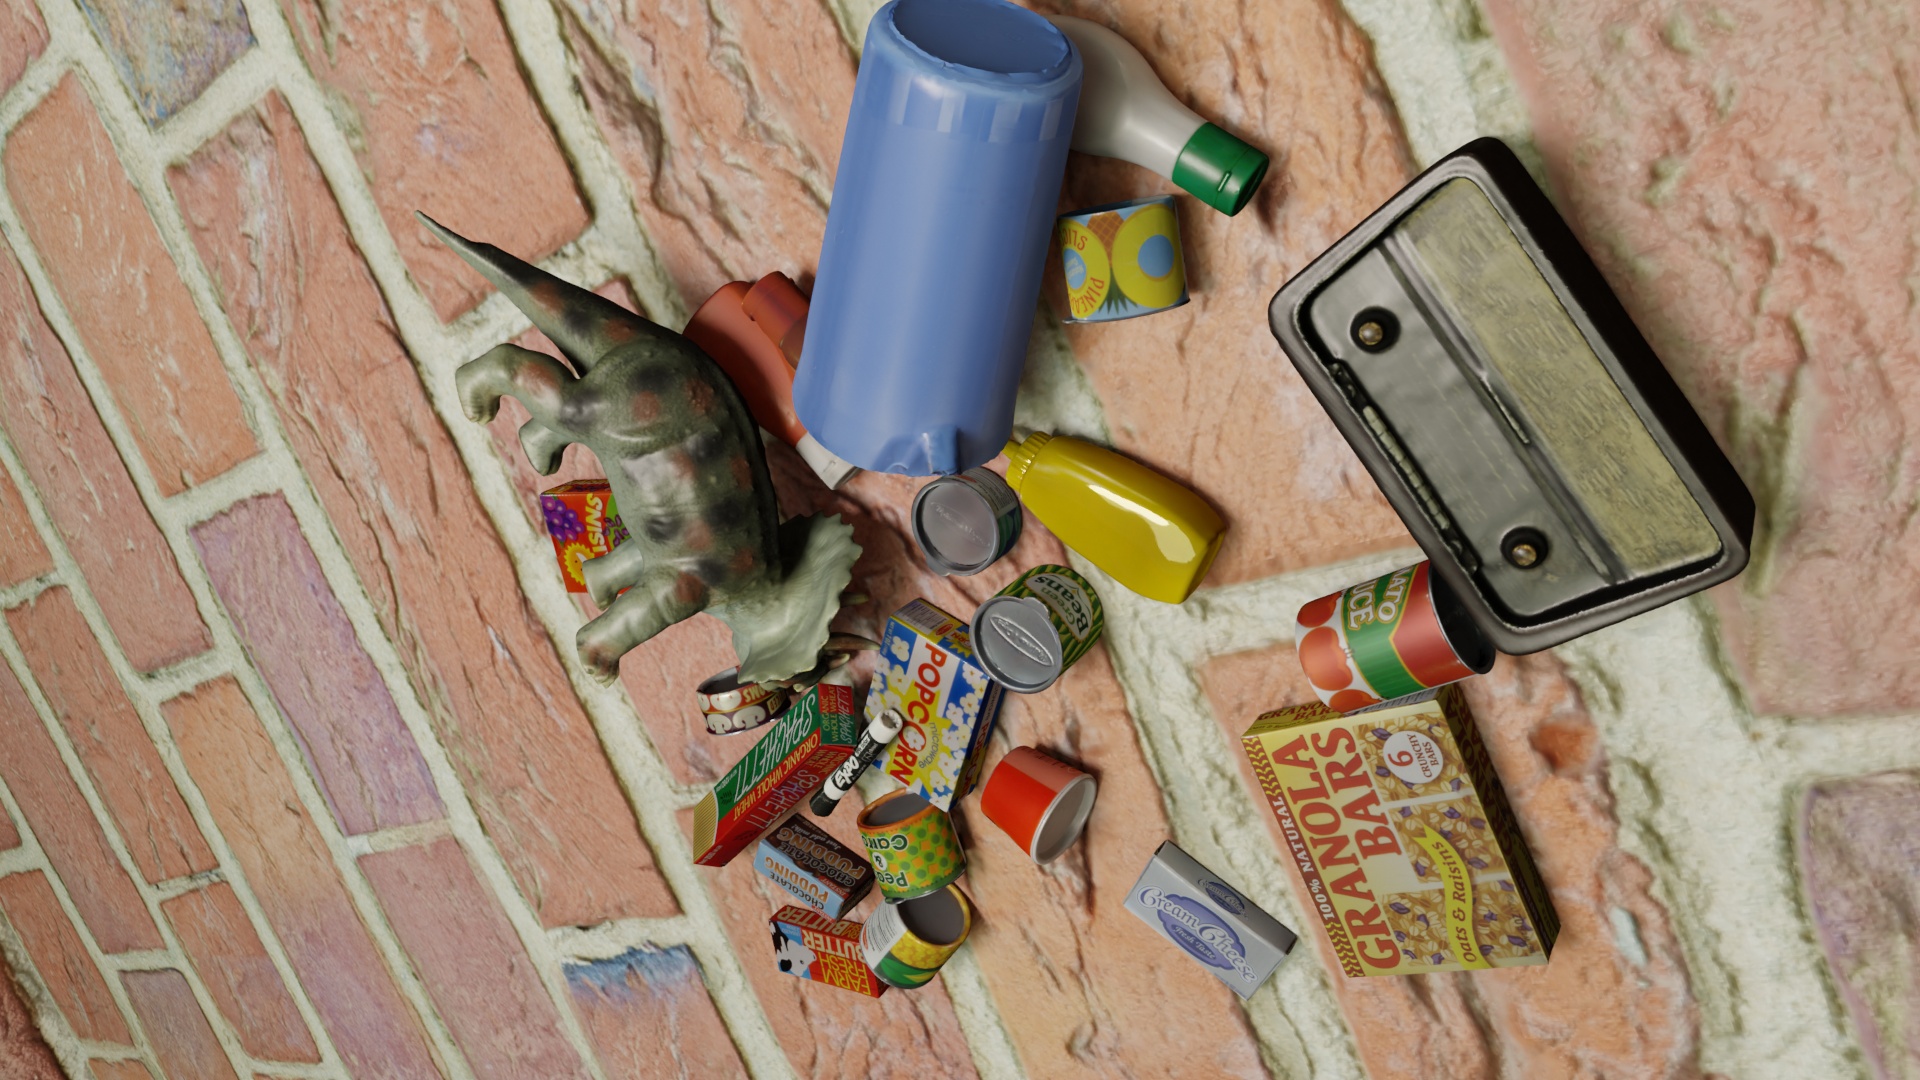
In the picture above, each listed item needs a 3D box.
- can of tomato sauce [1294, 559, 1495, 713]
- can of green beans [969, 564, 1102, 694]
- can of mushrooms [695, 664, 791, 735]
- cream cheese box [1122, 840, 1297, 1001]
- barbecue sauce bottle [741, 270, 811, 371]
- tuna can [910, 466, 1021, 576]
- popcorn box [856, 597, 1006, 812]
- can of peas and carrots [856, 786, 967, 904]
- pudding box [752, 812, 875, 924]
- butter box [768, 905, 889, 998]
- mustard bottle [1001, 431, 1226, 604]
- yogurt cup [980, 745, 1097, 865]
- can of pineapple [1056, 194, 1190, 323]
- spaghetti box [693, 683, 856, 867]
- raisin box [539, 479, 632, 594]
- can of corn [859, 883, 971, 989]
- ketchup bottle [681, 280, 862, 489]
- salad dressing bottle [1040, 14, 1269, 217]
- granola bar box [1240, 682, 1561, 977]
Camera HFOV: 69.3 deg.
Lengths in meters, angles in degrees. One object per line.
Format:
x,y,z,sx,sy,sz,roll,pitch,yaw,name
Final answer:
0.232,0.050,0.748,0.083,0.071,0.071,-26,95,39,can of tomato sauce
0.049,0.055,0.877,0.071,0.058,0.071,14,117,29,can of green beans
-0.160,0.117,1.037,0.071,0.071,0.033,-6,106,35,can of mushrooms
0.161,0.249,0.908,0.104,0.024,0.053,36,125,16,cream cheese box
-0.077,-0.109,0.886,0.043,0.065,0.148,-44,83,-1,barbecue sauce bottle
0.003,-0.011,0.895,0.071,0.033,0.070,14,117,29,tuna can
-0.019,0.114,0.960,0.085,0.038,0.126,29,123,21,popcorn box
-0.037,0.217,0.996,0.071,0.071,0.058,-11,104,36,can of peas and carrots
-0.113,0.254,1.076,0.084,0.050,0.030,30,122,20,pudding box
-0.105,0.331,1.120,0.103,0.024,0.053,3,112,33,butter box
0.078,-0.026,0.829,0.160,0.049,0.065,34,125,18,mustard bottle
0.050,0.173,0.925,0.054,0.073,0.072,30,124,29,yogurt cup
0.087,-0.153,0.755,0.071,0.071,0.057,0,109,34,can of pineapple
-0.145,0.181,1.044,0.248,0.029,0.050,-45,42,45,spaghetti box
-0.261,-0.003,1.069,0.123,0.040,0.086,0,111,34,raisin box
-0.031,0.288,1.028,0.071,0.071,0.058,42,126,11,can of corn
-0.120,-0.101,0.931,0.149,0.044,0.064,50,119,5,ketchup bottle
0.093,-0.224,0.738,0.148,0.044,0.064,36,121,14,salad dressing bottle
0.253,0.168,0.803,0.124,0.039,0.165,-19,99,38,granola bar box
